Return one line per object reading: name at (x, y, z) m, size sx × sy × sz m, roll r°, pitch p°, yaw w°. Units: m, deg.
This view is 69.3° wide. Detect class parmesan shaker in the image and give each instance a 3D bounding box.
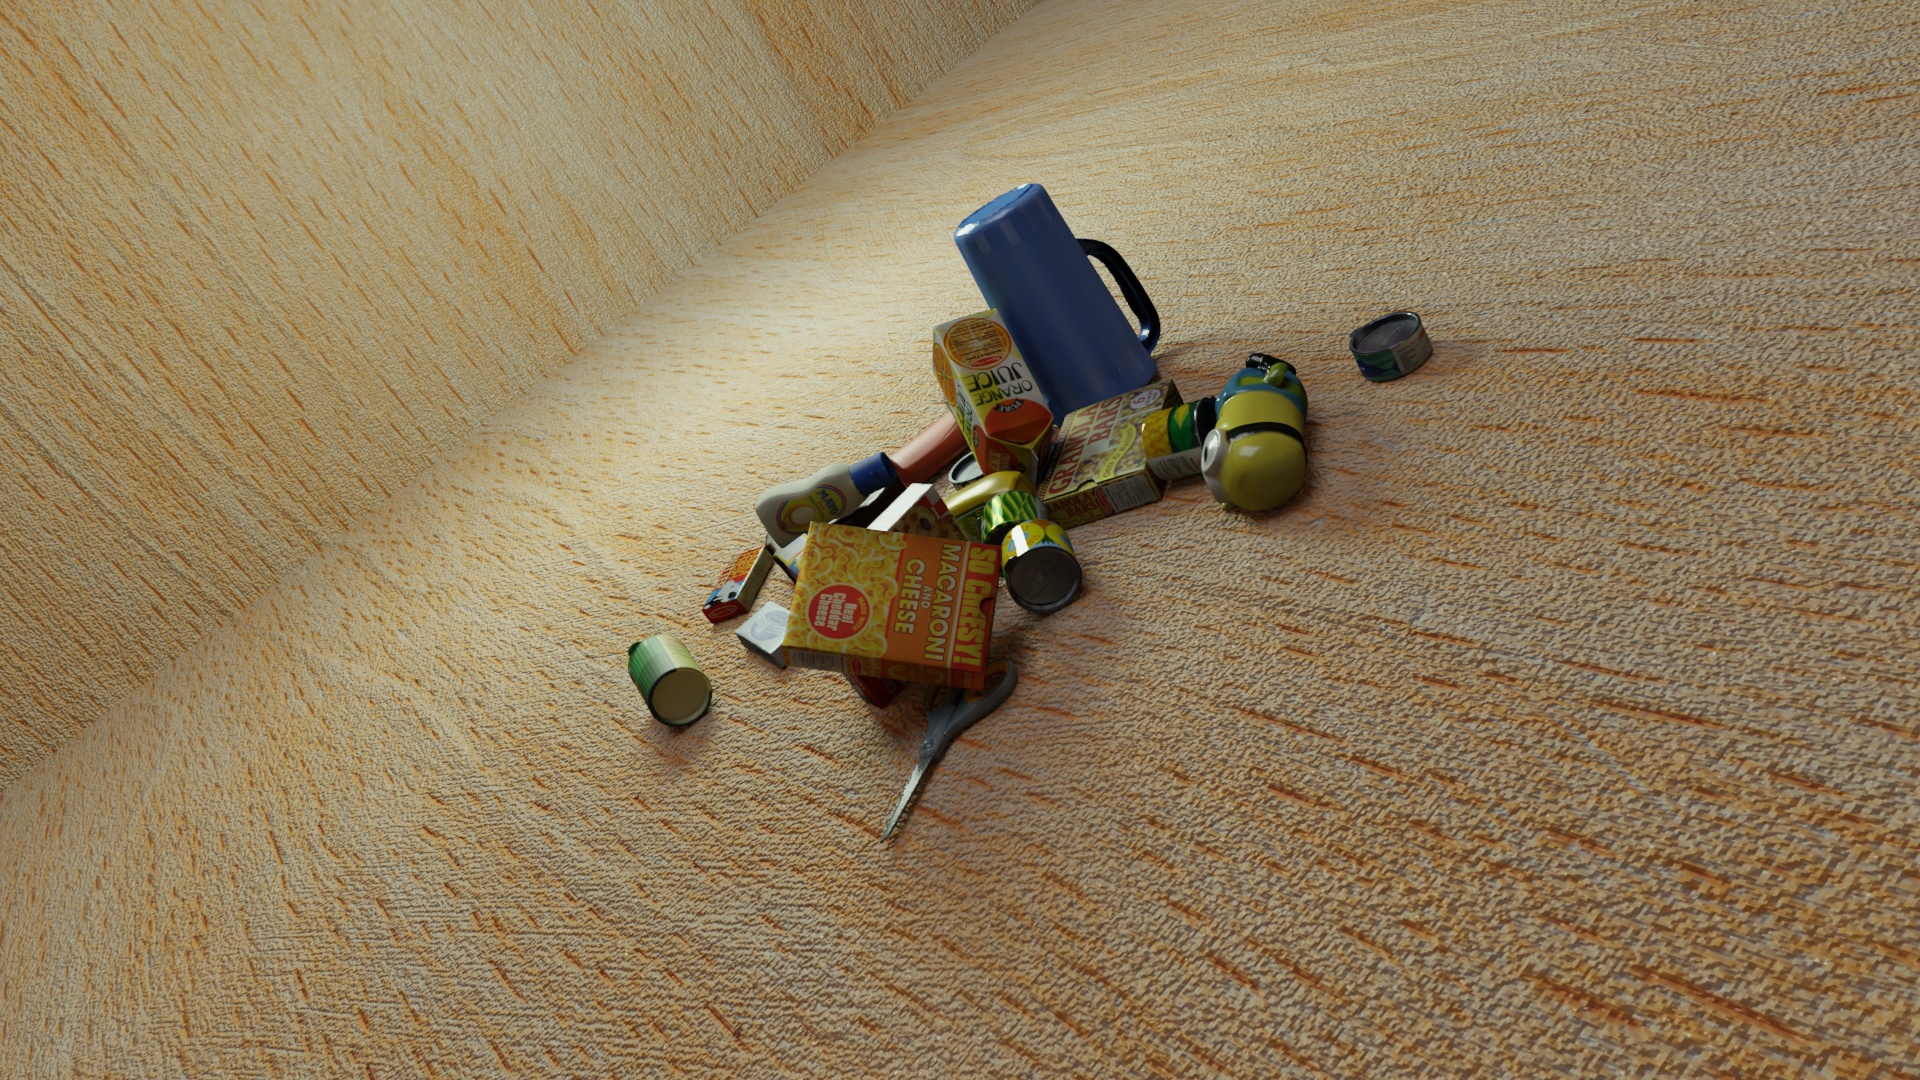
parmesan shaker at (-0.303, 0.143, 1.432) m, size 0.071 × 0.071 × 0.103 m, roll -38°, pitch 26°, yaw -10°

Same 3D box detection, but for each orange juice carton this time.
orange juice carton at (0.038, -0.134, 1.394) m, size 0.073 × 0.071 × 0.193 m, roll -18°, pitch 60°, yaw -13°

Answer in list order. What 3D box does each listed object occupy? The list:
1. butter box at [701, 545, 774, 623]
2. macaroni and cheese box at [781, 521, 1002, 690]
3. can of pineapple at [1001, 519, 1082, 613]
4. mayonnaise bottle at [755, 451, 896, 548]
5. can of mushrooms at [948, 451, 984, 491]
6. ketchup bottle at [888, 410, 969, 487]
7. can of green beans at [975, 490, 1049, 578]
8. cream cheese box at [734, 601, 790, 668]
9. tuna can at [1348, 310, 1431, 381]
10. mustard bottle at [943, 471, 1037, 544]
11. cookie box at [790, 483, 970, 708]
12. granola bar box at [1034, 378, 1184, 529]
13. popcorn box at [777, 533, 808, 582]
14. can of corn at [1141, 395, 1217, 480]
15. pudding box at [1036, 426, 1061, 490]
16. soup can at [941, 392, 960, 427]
butter box at (-0.254, 0.050, 1.595) m, size 0.053 × 0.024 × 0.104 m, roll -19°, pitch 29°, yaw 26°
macaroni and cheese box at (-0.055, 0.054, 1.163) m, size 0.166 × 0.040 × 0.124 m, roll 7°, pitch 58°, yaw 3°
can of pineapple at (0.069, 0.021, 1.226) m, size 0.071 × 0.071 × 0.058 m, roll -29°, pitch 25°, yaw 8°
mayonnaise bottle at (-0.140, -0.048, 1.465) m, size 0.148 × 0.064 × 0.041 m, roll -25°, pitch 25°, yaw 14°
can of mushrooms at (0.025, -0.070, 1.478) m, size 0.071 × 0.033 × 0.071 m, roll -26°, pitch 26°, yaw 14°
ketchup bottle at (-0.013, -0.120, 1.598) m, size 0.149 × 0.043 × 0.065 m, roll -38°, pitch 27°, yaw -11°
can of green beans at (0.052, -0.005, 1.295) m, size 0.071 × 0.071 × 0.058 m, roll -26°, pitch 27°, yaw 14°
cream cheese box at (-0.191, 0.097, 1.440) m, size 0.053 × 0.024 × 0.104 m, roll -43°, pitch 27°, yaw -17°
tuna can at (0.386, -0.175, 1.253) m, size 0.071 × 0.032 × 0.071 m, roll -26°, pitch 26°, yaw 14°
mustard bottle at (0.005, -0.017, 1.380) m, size 0.160 × 0.065 × 0.049 m, roll -23°, pitch 27°, yaw 35°
cookie box at (-0.056, 0.048, 1.257) m, size 0.168 × 0.122 × 0.040 m, roll -46°, pitch 27°, yaw -25°
granola bar box at (0.146, -0.085, 1.359) m, size 0.124 × 0.039 × 0.166 m, roll -18°, pitch 29°, yaw 30°
popcorn box at (-0.111, 0.058, 1.300) m, size 0.038 × 0.126 × 0.085 m, roll -41°, pitch 26°, yaw -10°
can of corn at (0.207, -0.094, 1.273) m, size 0.058 × 0.071 × 0.071 m, roll -14°, pitch 31°, yaw 36°
pudding box at (0.071, -0.088, 1.439) m, size 0.050 × 0.030 × 0.084 m, roll 21°, pitch 45°, yaw 10°
soup can at (0.031, -0.142, 1.541) m, size 0.071 × 0.083 × 0.072 m, roll -26°, pitch 27°, yaw 14°
